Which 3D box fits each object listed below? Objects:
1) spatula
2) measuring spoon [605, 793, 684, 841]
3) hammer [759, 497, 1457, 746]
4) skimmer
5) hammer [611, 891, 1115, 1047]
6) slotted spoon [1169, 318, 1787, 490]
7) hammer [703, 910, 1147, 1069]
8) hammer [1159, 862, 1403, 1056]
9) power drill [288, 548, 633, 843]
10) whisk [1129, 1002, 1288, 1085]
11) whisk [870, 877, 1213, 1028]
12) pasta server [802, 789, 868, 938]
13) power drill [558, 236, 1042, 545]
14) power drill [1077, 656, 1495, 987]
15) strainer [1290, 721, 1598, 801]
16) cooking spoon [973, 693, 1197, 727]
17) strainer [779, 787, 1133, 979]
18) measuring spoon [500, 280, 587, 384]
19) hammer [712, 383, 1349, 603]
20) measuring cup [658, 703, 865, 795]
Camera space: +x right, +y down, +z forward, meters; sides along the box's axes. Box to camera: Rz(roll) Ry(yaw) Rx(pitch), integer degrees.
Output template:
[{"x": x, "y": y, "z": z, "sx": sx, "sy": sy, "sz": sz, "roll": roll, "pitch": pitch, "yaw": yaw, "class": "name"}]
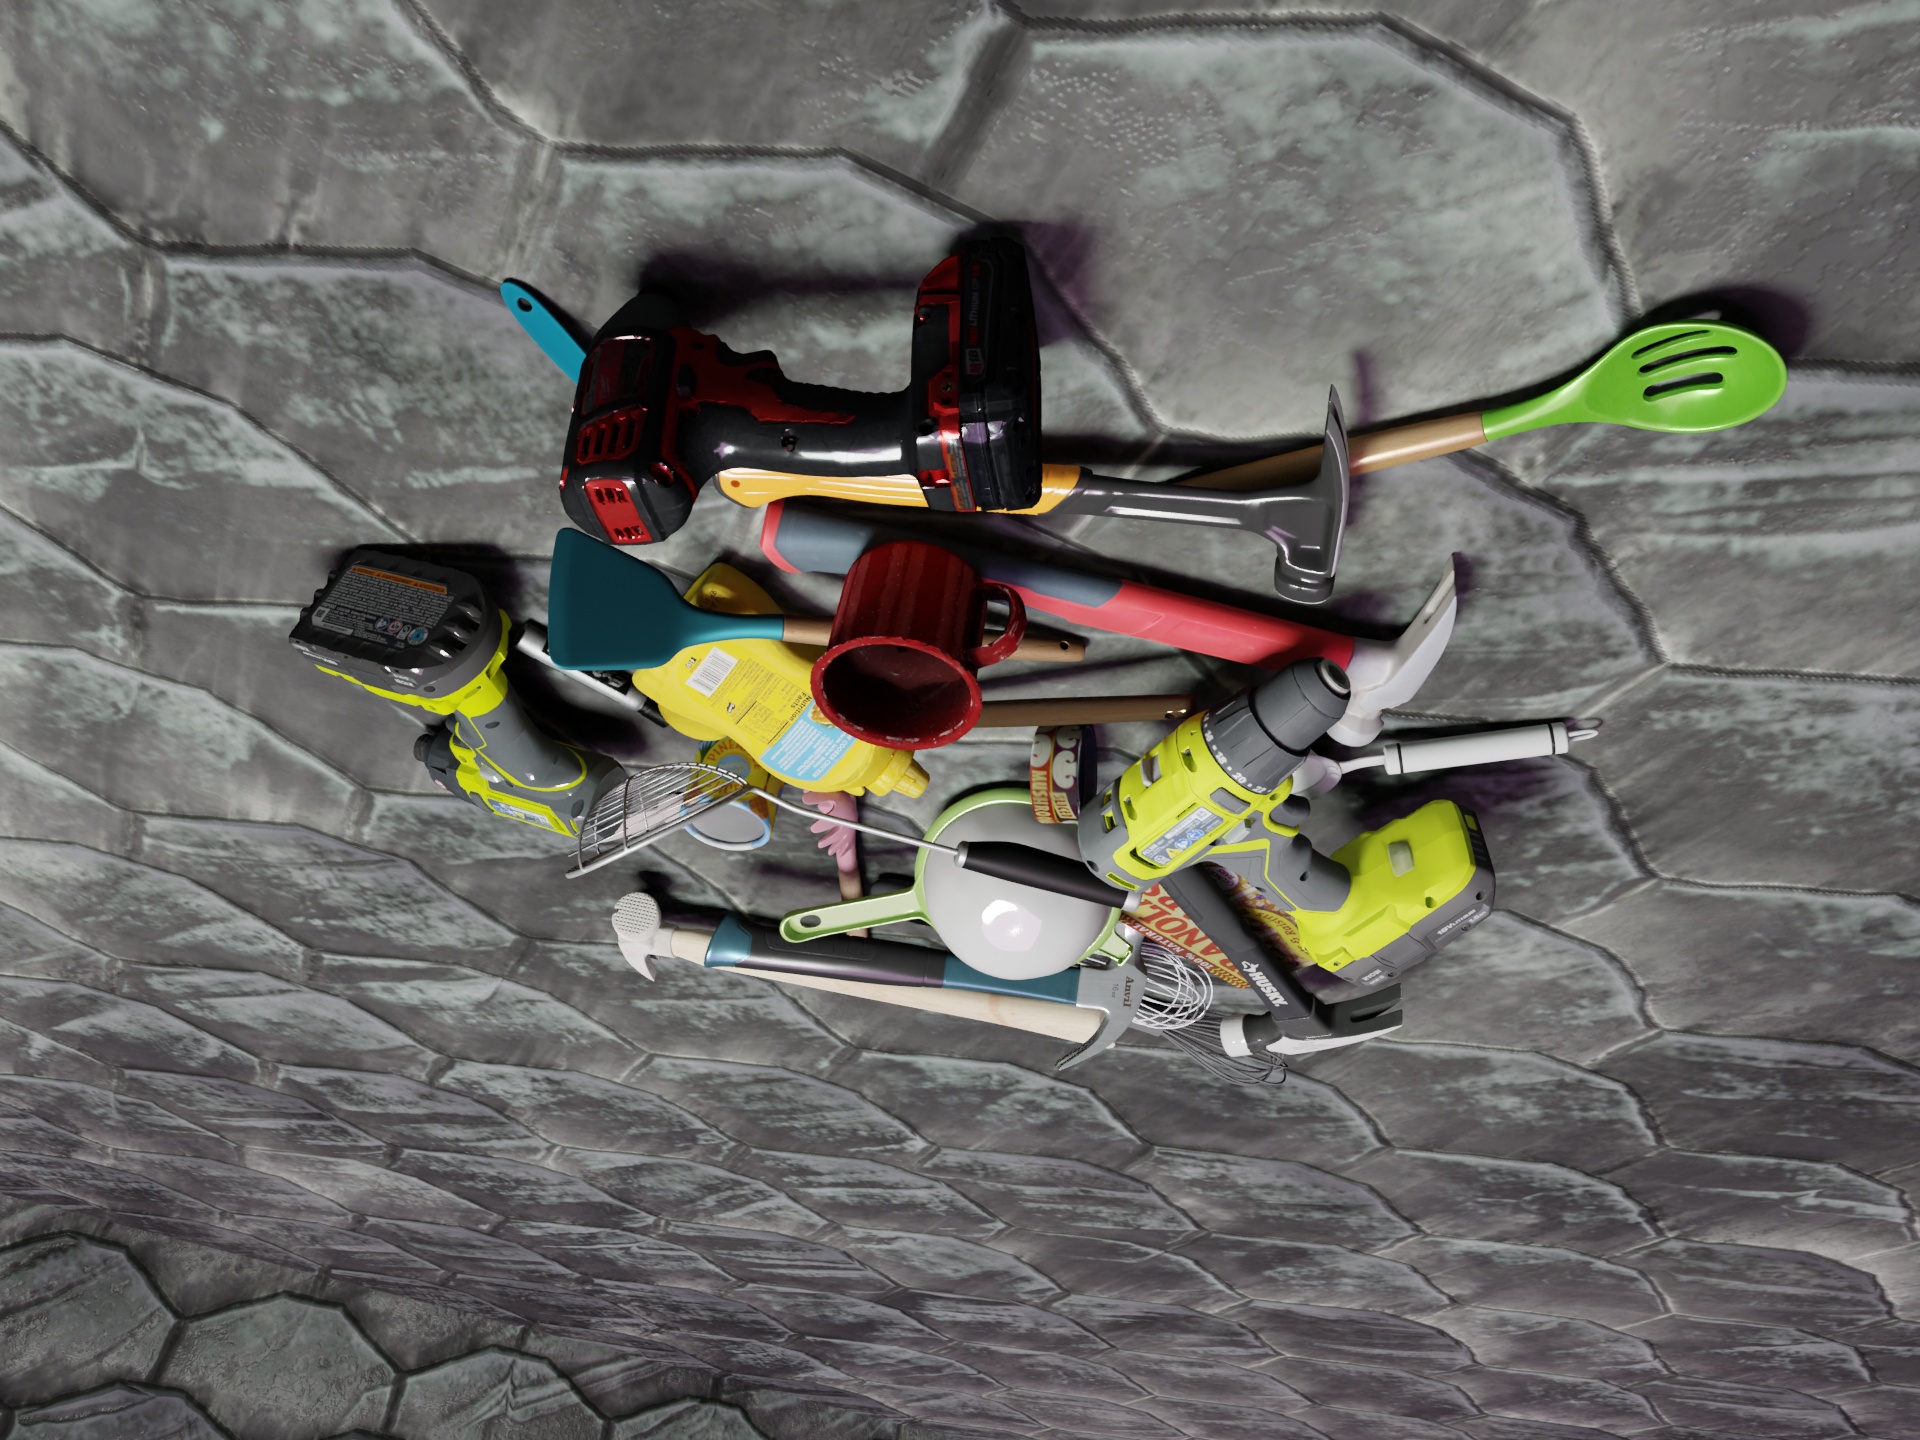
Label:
[{"x": -0.076, "y": -0.054, "z": 0.923, "sx": 0.317, "sy": 0.082, "sz": 0.044, "roll": 3, "pitch": 163, "yaw": -14, "class": "spatula"}, {"x": -0.245, "y": 0.082, "z": 1.211, "sx": 0.124, "sy": 0.018, "sz": 0.034, "roll": -18, "pitch": 136, "yaw": 34, "class": "measuring spoon"}, {"x": 0.080, "y": -0.078, "z": 0.899, "sx": 0.386, "sy": 0.038, "sz": 0.143, "roll": 13, "pitch": 143, "yaw": -5, "class": "hammer"}, {"x": -0.065, "y": 0.099, "z": 1.025, "sx": 0.363, "sy": 0.090, "sz": 0.127, "roll": 14, "pitch": 178, "yaw": -6, "class": "skimmer"}, {"x": -0.076, "y": 0.217, "z": 1.306, "sx": 0.410, "sy": 0.038, "sz": 0.146, "roll": 11, "pitch": 155, "yaw": 3, "class": "hammer"}, {"x": 0.233, "y": -0.141, "z": 0.787, "sx": 0.314, "sy": 0.031, "sz": 0.070, "roll": -10, "pitch": 140, "yaw": 28, "class": "slotted spoon"}, {"x": -0.026, "y": 0.184, "z": 1.197, "sx": 0.331, "sy": 0.128, "sz": 0.033, "roll": 7, "pitch": 175, "yaw": -2, "class": "hammer"}, {"x": 0.194, "y": 0.148, "z": 1.116, "sx": 0.146, "sy": 0.035, "sz": 0.334, "roll": -14, "pitch": 138, "yaw": 29, "class": "hammer"}, {"x": -0.332, "y": -0.008, "z": 1.049, "sx": 0.171, "sy": 0.080, "sz": 0.223, "roll": 14, "pitch": 150, "yaw": 23, "class": "power drill"}, {"x": 0.166, "y": 0.256, "z": 1.332, "sx": 0.239, "sy": 0.055, "sz": 0.055, "roll": 20, "pitch": 143, "yaw": -8, "class": "whisk"}, {"x": 0.064, "y": 0.176, "z": 1.242, "sx": 0.284, "sy": 0.070, "sz": 0.070, "roll": 20, "pitch": 143, "yaw": -6, "class": "whisk"}, {"x": -0.092, "y": 0.125, "z": 1.219, "sx": 0.040, "sy": 0.060, "sz": 0.316, "roll": -19, "pitch": 149, "yaw": -11, "class": "pasta server"}, {"x": -0.074, "y": -0.158, "z": 0.750, "sx": 0.219, "sy": 0.143, "sz": 0.078, "roll": -4, "pitch": 147, "yaw": 8, "class": "power drill"}, {"x": 0.211, "y": 0.062, "z": 0.955, "sx": 0.228, "sy": 0.080, "sz": 0.190, "roll": 28, "pitch": 128, "yaw": -26, "class": "power drill"}, {"x": 0.263, "y": 0.024, "z": 0.996, "sx": 0.258, "sy": 0.050, "sz": 0.086, "roll": -8, "pitch": 154, "yaw": 14, "class": "strainer"}, {"x": -0.002, "y": -0.003, "z": 1.009, "sx": 0.319, "sy": 0.017, "sz": 0.068, "roll": -2, "pitch": 143, "yaw": 30, "class": "cooking spoon"}, {"x": -0.013, "y": 0.137, "z": 1.118, "sx": 0.256, "sy": 0.069, "sz": 0.151, "roll": -12, "pitch": 111, "yaw": 14, "class": "strainer"}, {"x": -0.191, "y": -0.185, "z": 0.839, "sx": 0.042, "sy": 0.021, "sz": 0.128, "roll": -19, "pitch": 126, "yaw": 35, "class": "measuring spoon"}, {"x": 0.030, "y": -0.126, "z": 0.828, "sx": 0.337, "sy": 0.034, "sz": 0.127, "roll": 6, "pitch": 144, "yaw": 12, "class": "hammer"}, {"x": -0.133, "y": 0.016, "z": 1.064, "sx": 0.156, "sy": 0.029, "sz": 0.062, "roll": 34, "pitch": 143, "yaw": -14, "class": "measuring cup"}]
